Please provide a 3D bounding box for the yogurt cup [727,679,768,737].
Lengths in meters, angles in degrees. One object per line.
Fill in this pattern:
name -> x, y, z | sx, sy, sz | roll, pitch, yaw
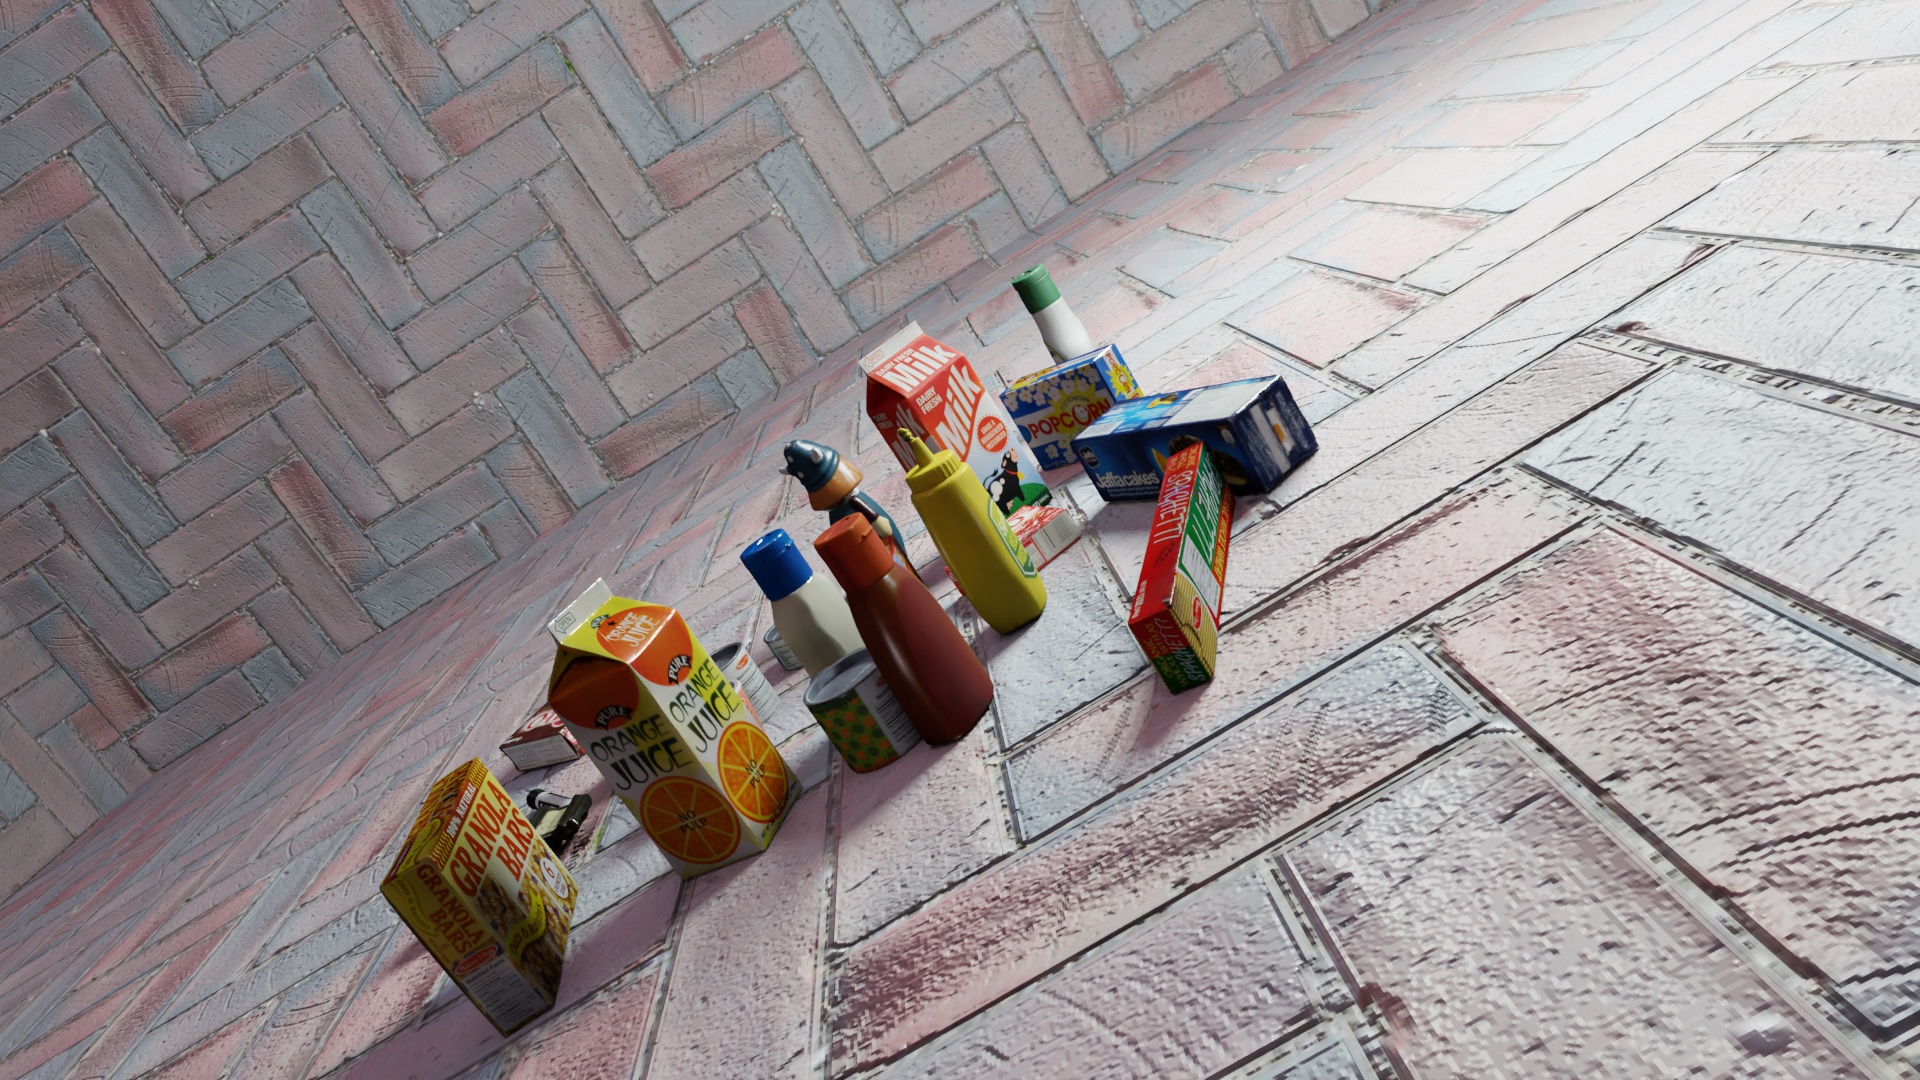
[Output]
yogurt cup -> -0.180, 0.145, 1.043 | 0.072, 0.054, 0.072 | -30, 15, 9

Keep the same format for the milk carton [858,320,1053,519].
milk carton -> -0.011, -0.090, 1.182 | 0.073, 0.190, 0.073 | -41, 17, -29

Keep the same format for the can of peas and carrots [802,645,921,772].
can of peas and carrots -> -0.062, 0.109, 0.909 | 0.071, 0.058, 0.071 | -30, 15, 9

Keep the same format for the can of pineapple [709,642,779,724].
can of pineapple -> -0.189, 0.125, 1.117 | 0.071, 0.057, 0.071 | -30, 15, 9

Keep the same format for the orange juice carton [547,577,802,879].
orange juice carton -> -0.192, 0.116, 0.892 | 0.073, 0.192, 0.072 | -25, 16, 25

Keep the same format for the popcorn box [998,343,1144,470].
popcorn box -> 0.105, -0.117, 1.240 | 0.126, 0.085, 0.038 | -14, 23, 50

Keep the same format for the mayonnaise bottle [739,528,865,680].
mayonnaise bottle -> -0.097, 0.061, 0.960 | 0.041, 0.148, 0.065 | -26, 16, 22

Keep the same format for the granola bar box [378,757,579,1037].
granola bar box -> -0.308, 0.227, 0.905 | 0.039, 0.124, 0.166 | -33, 15, -2

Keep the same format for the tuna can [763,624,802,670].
tuna can -> -0.133, 0.079, 1.197 | 0.071, 0.032, 0.071 | -30, 15, 9

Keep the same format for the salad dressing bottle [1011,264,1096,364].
salad dressing bottle -> 0.104, -0.208, 1.406 | 0.044, 0.147, 0.064 | -33, 15, 0

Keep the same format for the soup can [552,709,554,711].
soup can -> -0.290, 0.155, 1.172 | 0.071, 0.083, 0.071 | -30, 15, 9

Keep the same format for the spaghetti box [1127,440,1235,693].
spaghetti box -> 0.139, 0.007, 0.848 | 0.028, 0.050, 0.251 | -26, 16, 23

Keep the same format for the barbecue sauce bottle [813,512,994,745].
barbecue sauce bottle -> -0.036, 0.053, 0.866 | 0.043, 0.148, 0.065 | -22, 18, 34

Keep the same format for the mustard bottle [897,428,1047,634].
mustard bottle -> 0.003, -0.012, 0.967 | 0.049, 0.160, 0.065 | -29, 15, 13

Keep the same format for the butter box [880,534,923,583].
butter box -> -0.051, 0.033, 1.140 | 0.024, 0.053, 0.104 | -32, 15, 4
